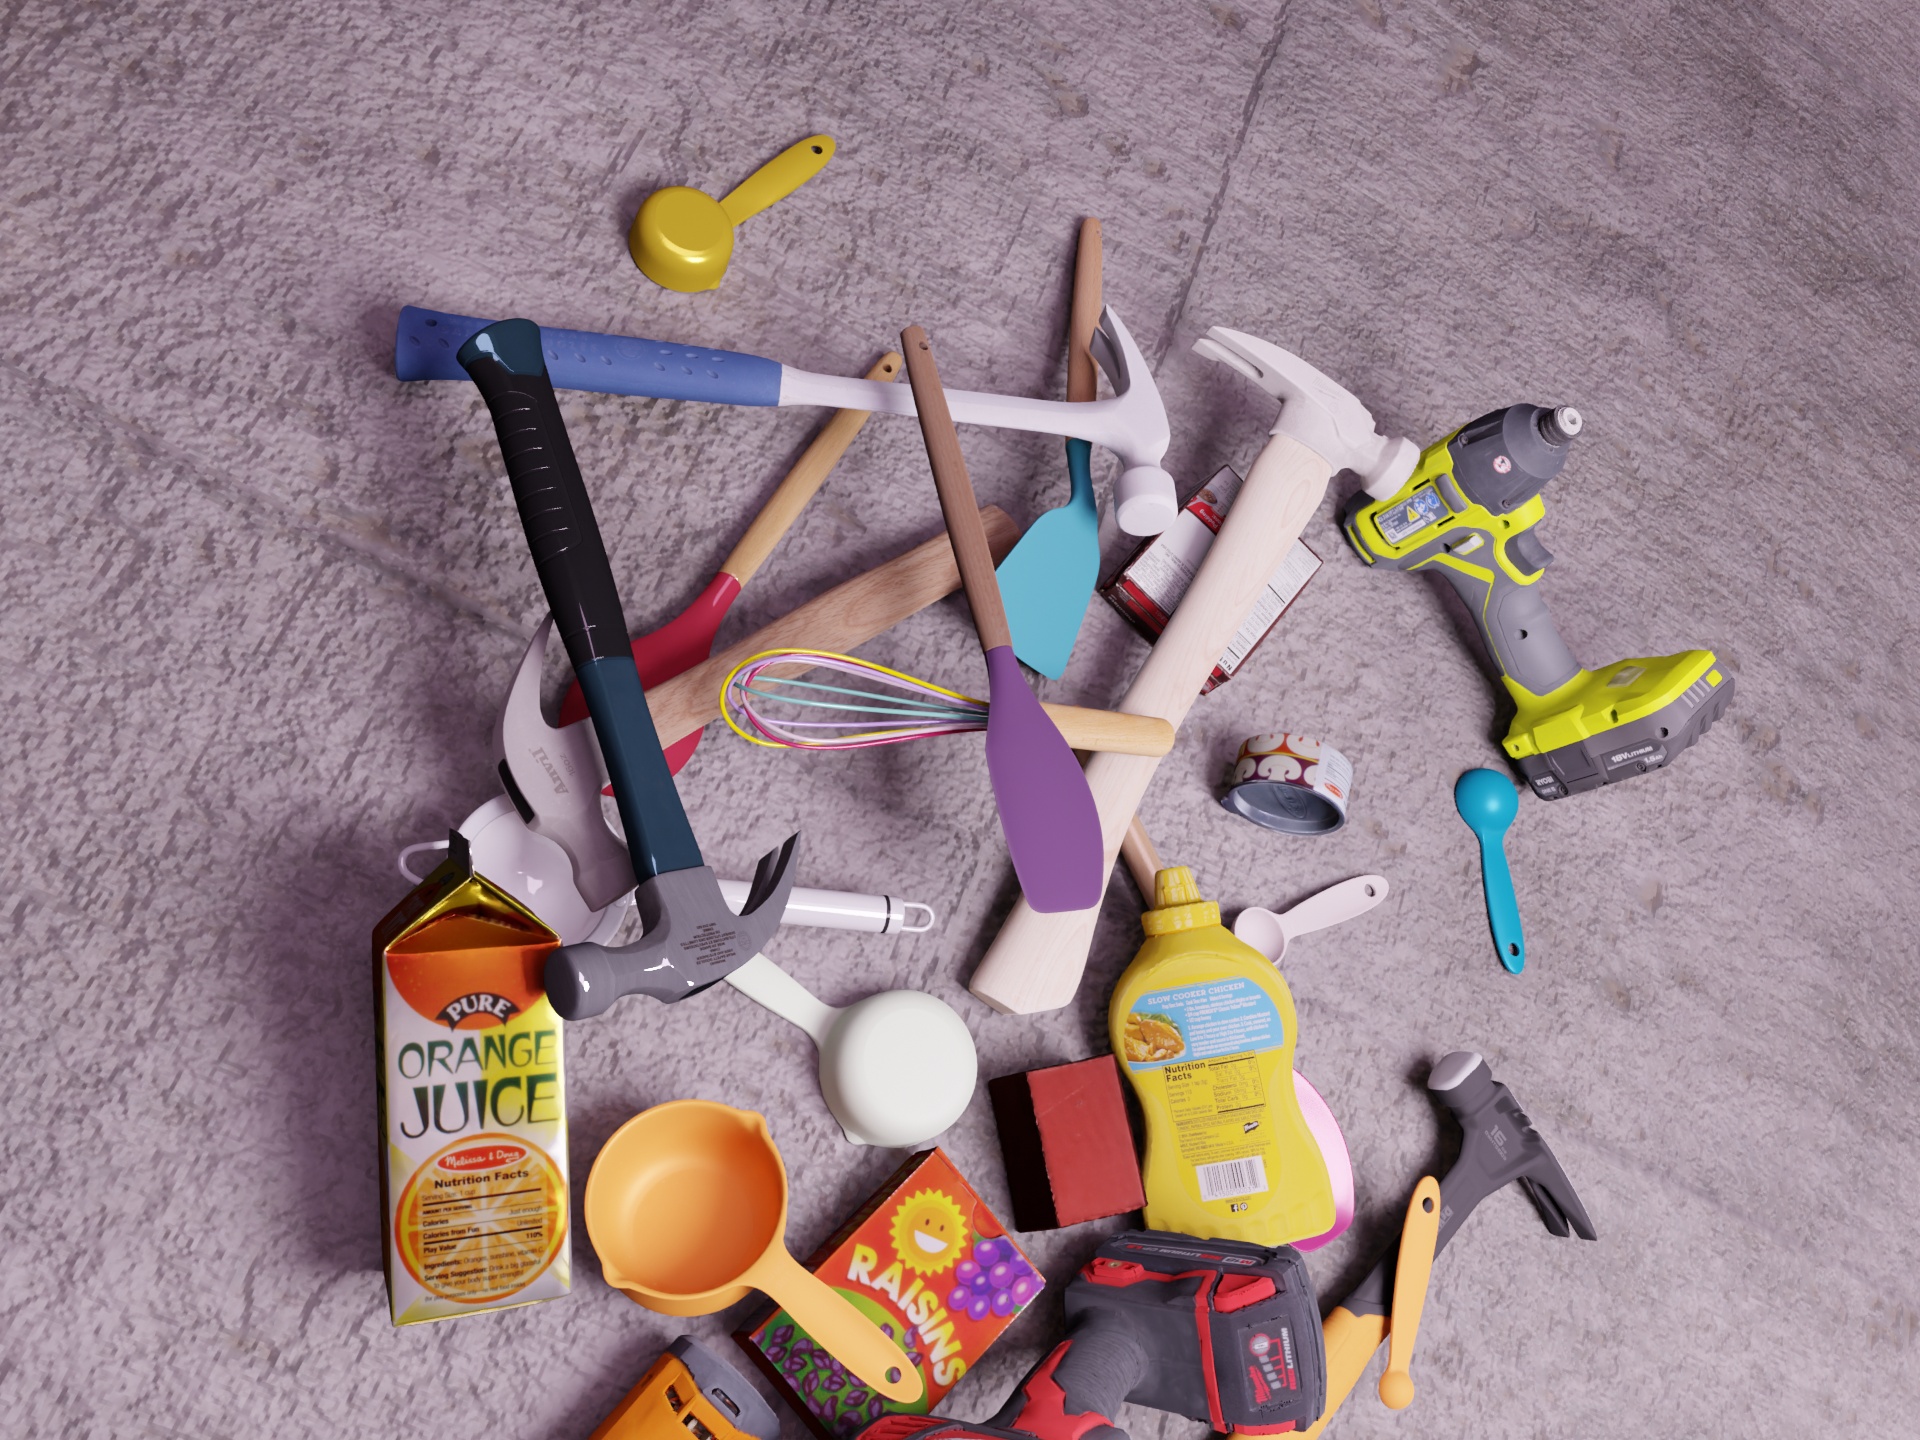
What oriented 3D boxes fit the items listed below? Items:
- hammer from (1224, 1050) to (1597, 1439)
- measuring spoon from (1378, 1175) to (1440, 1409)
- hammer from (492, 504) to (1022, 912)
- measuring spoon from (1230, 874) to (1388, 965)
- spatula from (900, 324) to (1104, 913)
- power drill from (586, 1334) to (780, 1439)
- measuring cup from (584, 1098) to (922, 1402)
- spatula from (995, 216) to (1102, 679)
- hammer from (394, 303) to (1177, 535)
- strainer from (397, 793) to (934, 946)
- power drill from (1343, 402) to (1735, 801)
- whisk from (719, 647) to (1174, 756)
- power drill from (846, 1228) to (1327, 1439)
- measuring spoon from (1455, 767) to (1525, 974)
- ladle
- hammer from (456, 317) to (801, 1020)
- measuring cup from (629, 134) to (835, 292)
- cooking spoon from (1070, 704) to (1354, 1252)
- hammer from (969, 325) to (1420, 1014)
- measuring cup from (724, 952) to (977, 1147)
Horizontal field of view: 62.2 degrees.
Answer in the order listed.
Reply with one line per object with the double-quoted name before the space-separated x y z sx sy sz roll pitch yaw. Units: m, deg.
"hammer" 0.202 0.328 0.820 0.337 0.034 0.127 -39 97 -26
"measuring spoon" 0.234 0.293 0.816 0.021 0.011 0.117 22 71 -19
"hammer" -0.088 -0.039 0.805 0.331 0.031 0.130 -33 88 -37
"measuring spoon" 0.199 0.112 0.911 0.124 0.018 0.034 -16 77 -33
"spatula" 0.014 -0.057 0.783 0.059 0.018 0.316 -2 68 -36
"power drill" -0.091 0.397 0.659 0.226 0.084 0.164 45 63 2
"measuring cup" -0.088 0.244 0.700 0.174 0.052 0.095 36 60 15
"spatula" 0.060 -0.178 0.931 0.082 0.044 0.318 36 48 -40
"hammer" -0.085 -0.181 0.847 0.405 0.035 0.144 4 57 -11
"strainer" -0.134 0.085 0.761 0.258 0.050 0.087 8 72 -19
"power drill" 0.346 -0.074 0.945 0.080 0.171 0.223 -34 91 -29
"whisk" -0.002 -0.001 0.787 0.244 0.051 0.047 7 89 -25
"power drill" 0.065 0.300 0.680 0.219 0.143 0.078 -12 94 -51
"measuring spoon" 0.331 0.089 0.964 0.042 0.021 0.129 3 70 -21
"ladle" -0.109 -0.091 0.847 0.069 0.031 0.315 36 61 -9
"hammer" -0.163 -0.036 0.706 0.128 0.033 0.331 -5 68 -44
"measuring cup" -0.123 -0.302 0.909 0.062 0.029 0.156 46 64 -2
"cooking spoon" 0.129 0.136 0.869 0.068 0.017 0.319 -22 82 -24
"hammer" 0.109 -0.029 0.873 0.146 0.038 0.411 33 73 -6
"measuring cup" -0.064 0.144 0.776 0.167 0.038 0.083 36 63 -8
